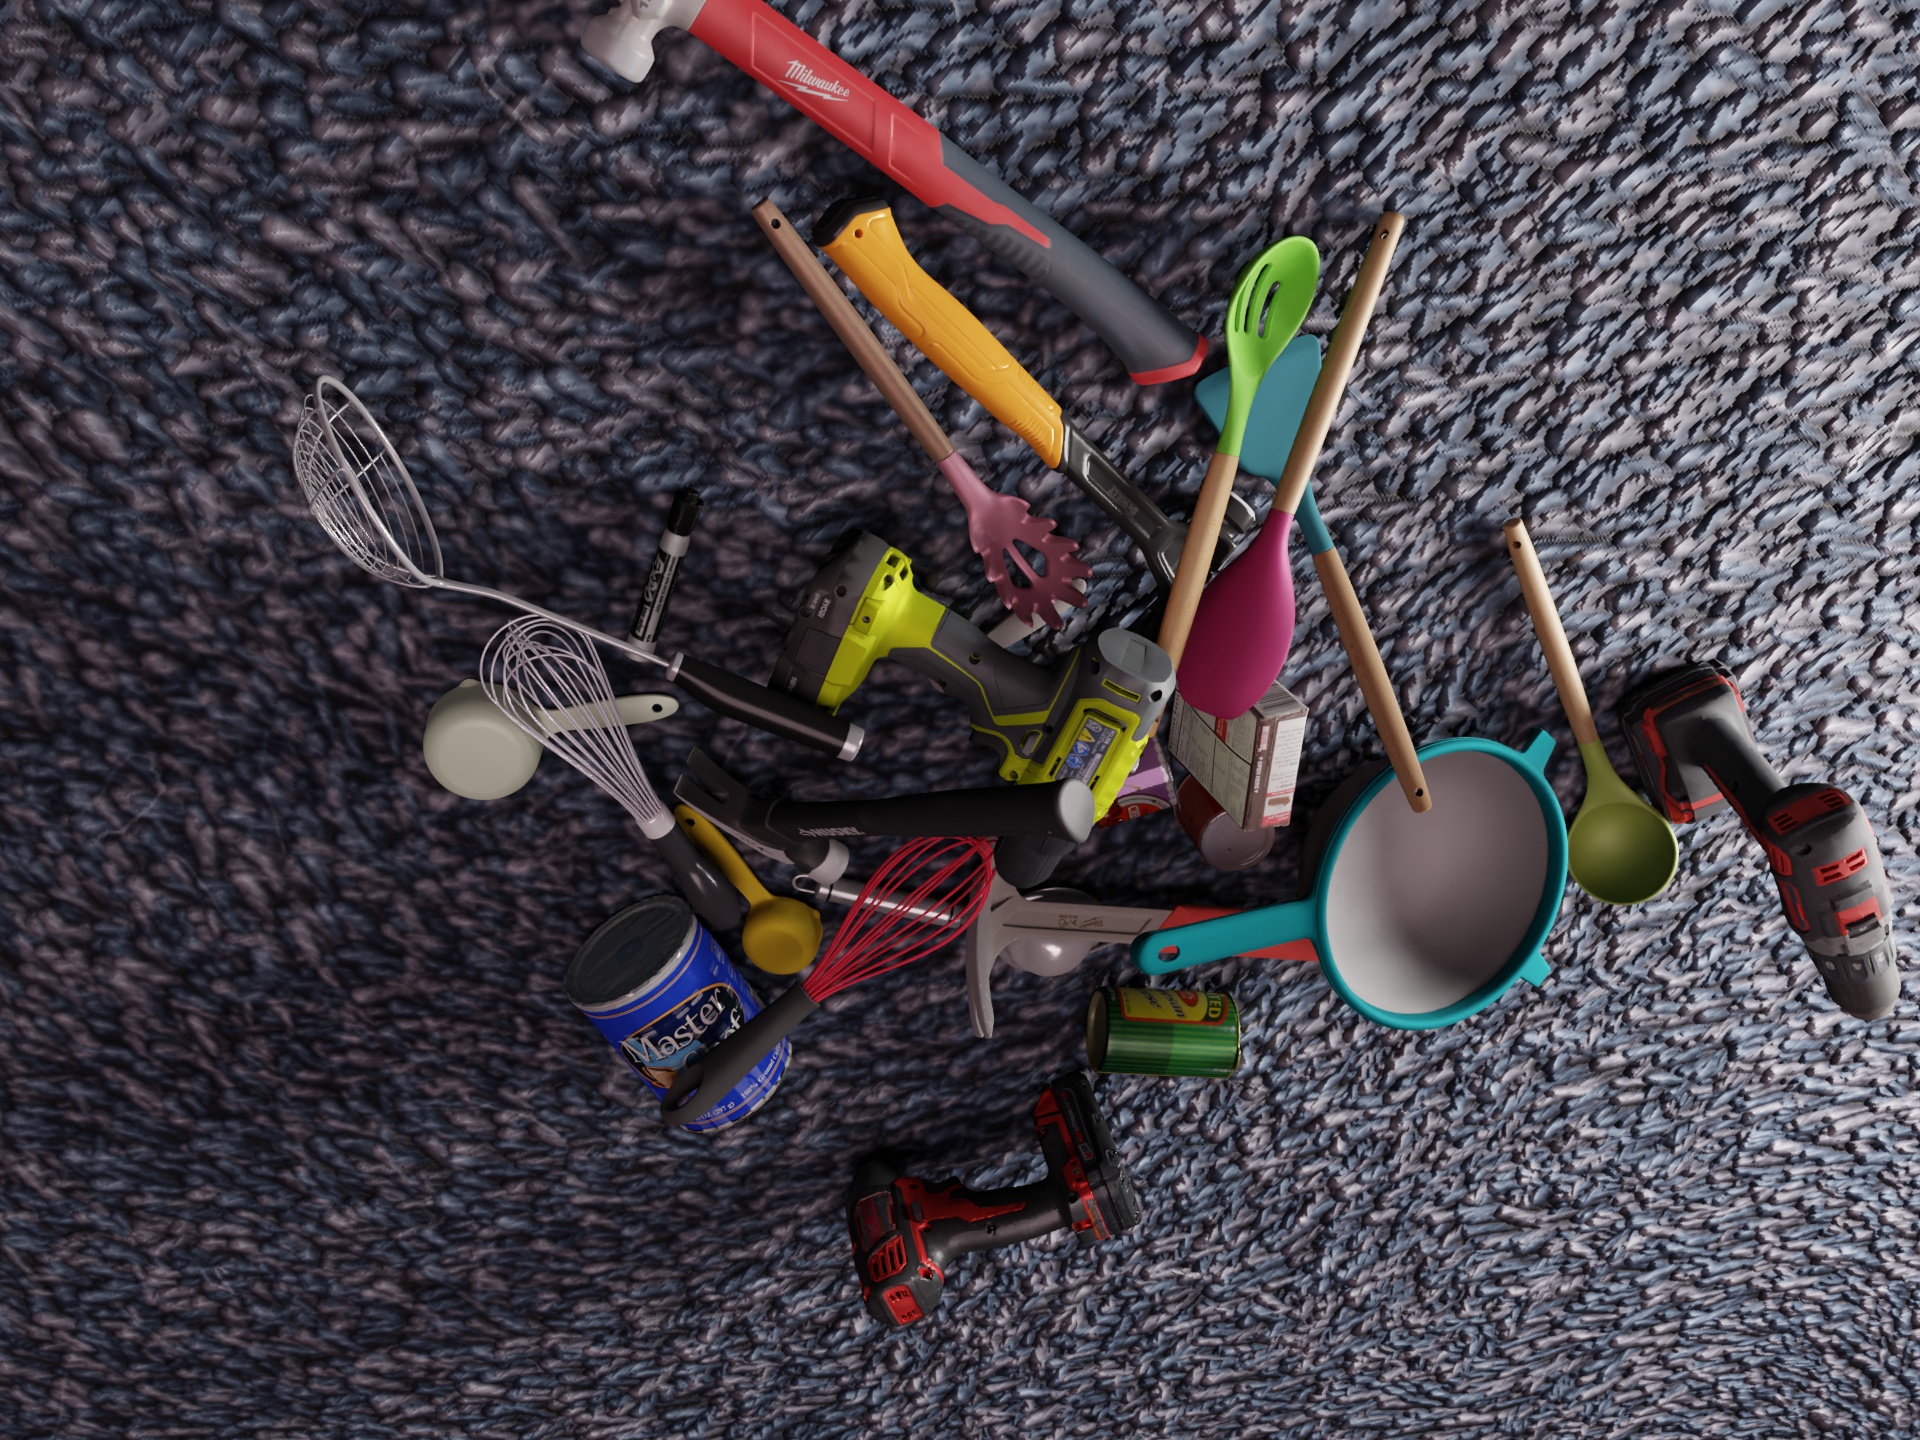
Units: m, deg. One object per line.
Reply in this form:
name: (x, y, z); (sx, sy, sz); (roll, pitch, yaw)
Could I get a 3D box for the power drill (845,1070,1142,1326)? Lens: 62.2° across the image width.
power drill: (0.017, 0.367, 1.237); (0.219, 0.143, 0.078); (-22, 125, -2)

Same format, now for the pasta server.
pasta server: (-0.022, -0.181, 0.962); (0.060, 0.040, 0.316); (-41, 117, -4)

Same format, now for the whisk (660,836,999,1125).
whisk: (-0.088, 0.172, 1.077); (0.296, 0.073, 0.073); (-41, 118, -2)

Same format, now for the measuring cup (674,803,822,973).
measuring cup: (-0.155, 0.122, 1.124); (0.062, 0.029, 0.156); (-25, 118, 21)

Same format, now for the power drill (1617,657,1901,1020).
power drill: (0.549, 0.080, 1.076); (0.080, 0.227, 0.187); (-28, 119, 10)

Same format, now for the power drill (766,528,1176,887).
power drill: (-0.002, -0.003, 1.004); (0.228, 0.080, 0.190); (26, 123, 0)

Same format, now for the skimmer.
skimmer: (-0.212, -0.081, 0.925); (0.363, 0.127, 0.090); (24, 99, -13)

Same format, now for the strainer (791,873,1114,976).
strainer: (0.003, 0.146, 1.157); (0.258, 0.050, 0.086); (14, 123, -11)

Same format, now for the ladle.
ladle: (0.432, 0.000, 1.116); (0.078, 0.062, 0.320); (-12, 122, 32)

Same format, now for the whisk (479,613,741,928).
whisk: (-0.214, 0.042, 1.033); (0.070, 0.070, 0.284); (-24, 127, 7)

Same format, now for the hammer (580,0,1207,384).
hammer: (-0.005, -0.319, 0.883); (0.386, 0.038, 0.143); (30, 111, -22)

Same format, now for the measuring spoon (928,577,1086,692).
measuring spoon: (0.032, -0.055, 1.053); (0.124, 0.018, 0.034); (-34, 118, 12)

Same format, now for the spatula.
spatula: (0.241, -0.083, 1.015); (0.082, 0.044, 0.317); (-23, 98, 3)

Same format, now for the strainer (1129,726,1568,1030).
strainer: (0.258, 0.116, 1.110); (0.340, 0.095, 0.211); (-10, 107, -18)

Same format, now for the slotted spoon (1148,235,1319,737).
slotted spoon: (0.153, -0.138, 0.971); (0.070, 0.031, 0.313); (1, 110, -44)

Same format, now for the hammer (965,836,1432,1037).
hammer: (0.179, 0.162, 1.158); (0.359, 0.036, 0.149); (6, 80, -16)

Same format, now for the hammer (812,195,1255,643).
hammer: (0.037, -0.174, 0.937); (0.336, 0.034, 0.127); (39, 88, -31)

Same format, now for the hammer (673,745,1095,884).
hammer: (-0.045, 0.056, 0.969); (0.146, 0.035, 0.335); (35, 155, -31)

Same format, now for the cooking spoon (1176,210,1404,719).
cooking spoon: (0.205, -0.152, 0.971); (0.069, 0.017, 0.319); (24, 102, 23)

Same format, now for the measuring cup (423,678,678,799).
measuring cup: (-0.268, 0.009, 1.041); (0.167, 0.038, 0.083); (-9, 121, 0)
